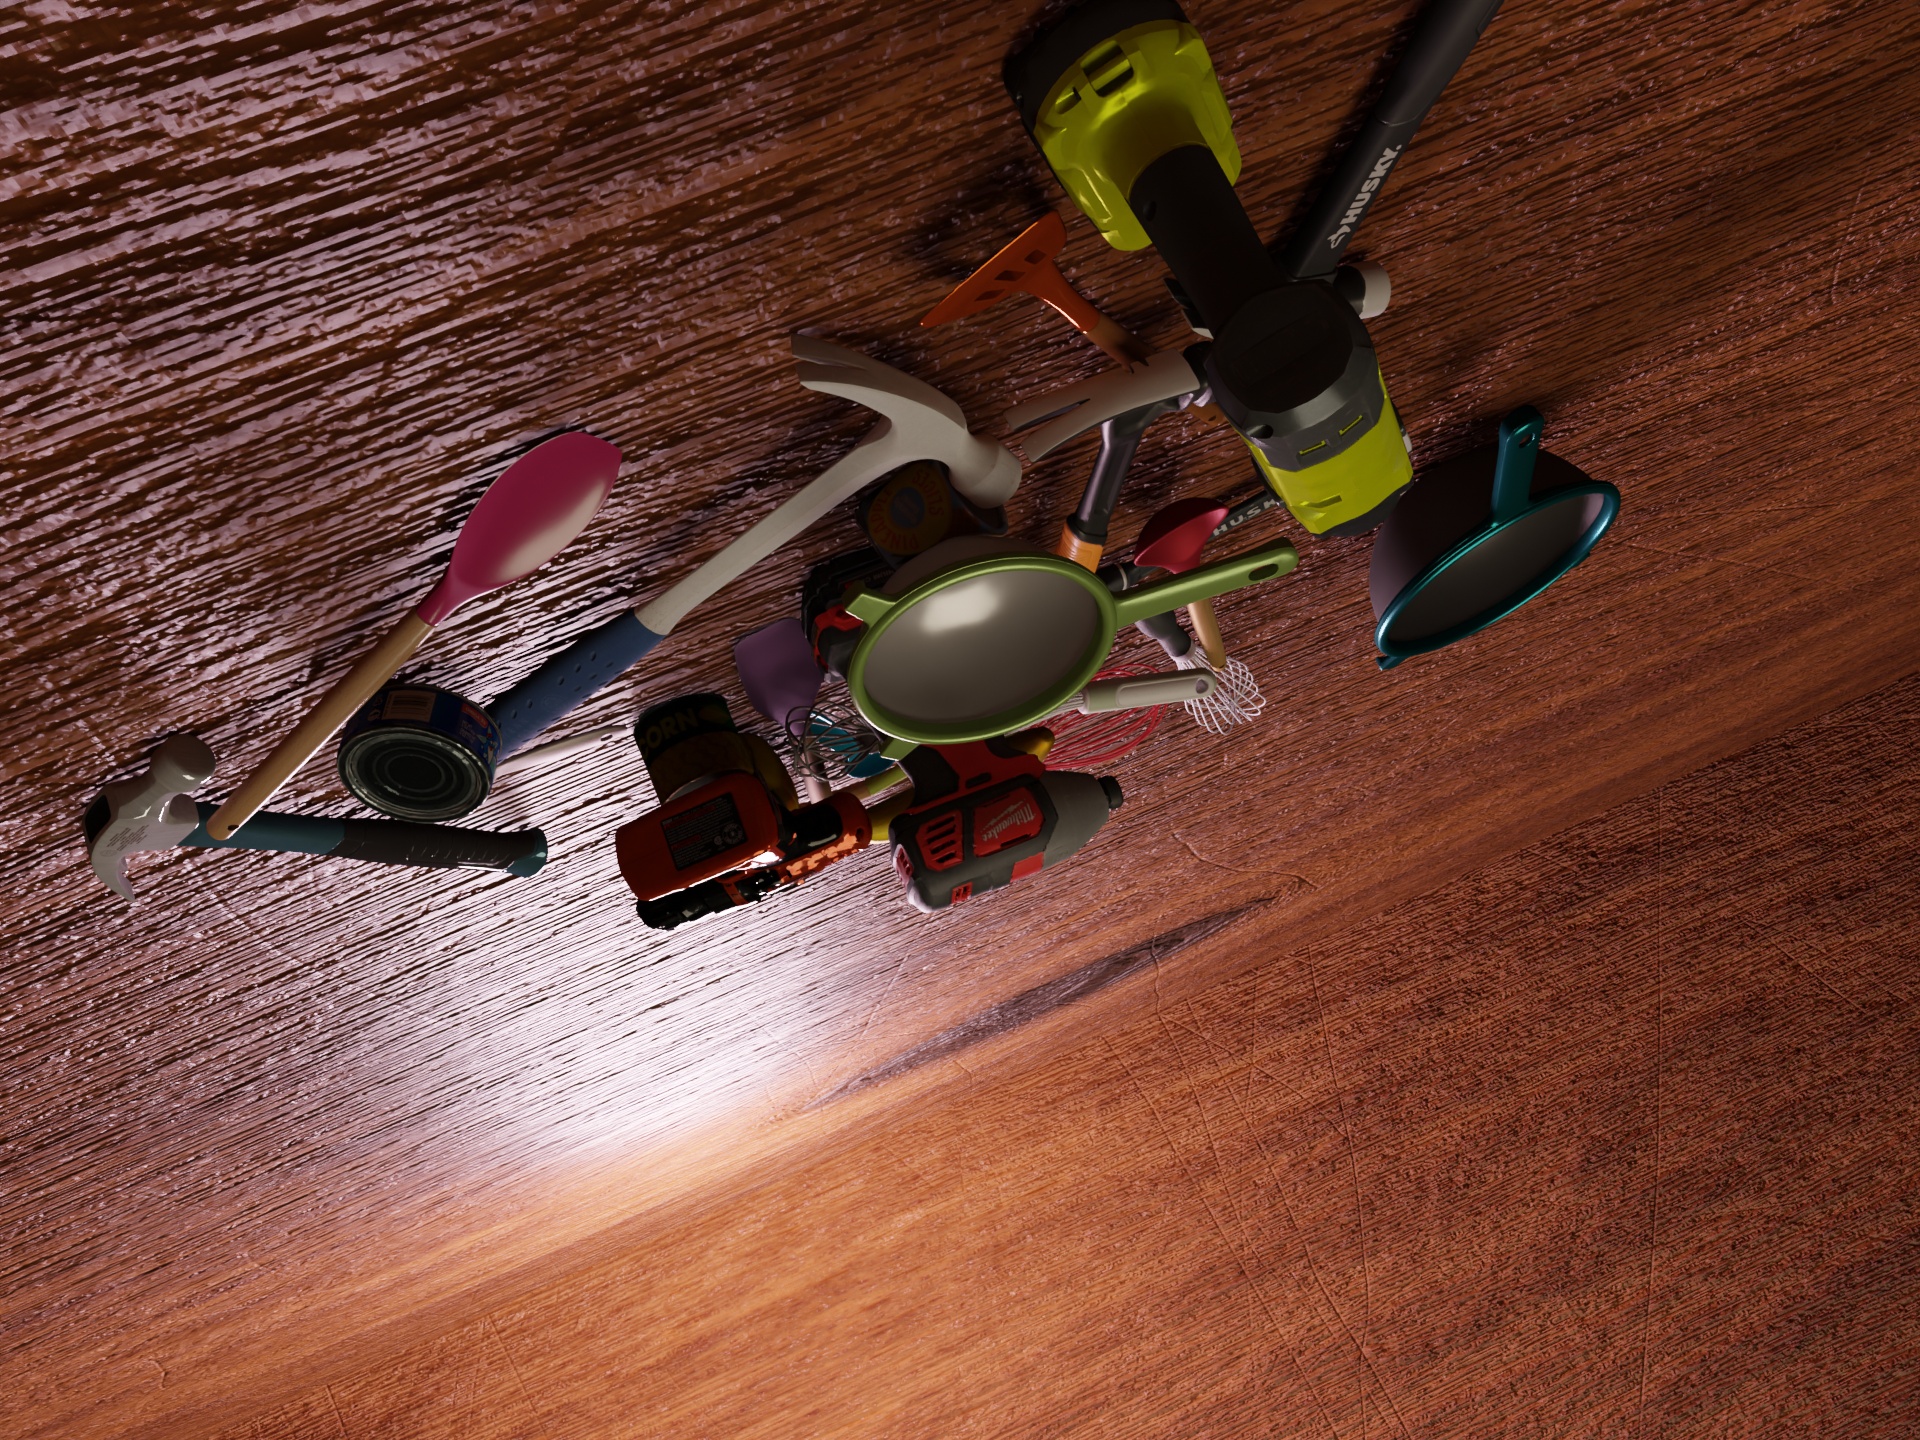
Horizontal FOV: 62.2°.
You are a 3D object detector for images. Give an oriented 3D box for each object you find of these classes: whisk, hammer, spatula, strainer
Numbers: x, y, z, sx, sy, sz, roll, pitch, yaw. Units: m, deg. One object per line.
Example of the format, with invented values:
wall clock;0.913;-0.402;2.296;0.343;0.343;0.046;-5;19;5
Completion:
whisk;0.087;-0.016;1.225;0.246;0.057;0.059;-8;-162;-19
whisk;-0.066;0.010;1.132;0.055;0.055;0.239;-32;172;17
hammer;0.127;-0.109;1.121;0.409;0.036;0.149;-28;158;9
whisk;0.189;-0.050;1.306;0.070;0.070;0.284;-30;153;13
hammer;-0.166;-0.064;0.871;0.405;0.035;0.144;-32;141;25
hammer;-0.380;0.072;0.988;0.128;0.033;0.330;-34;157;20
spatula;-0.109;0.020;1.139;0.060;0.018;0.315;-27;151;-11
whisk;0.048;0.034;1.340;0.296;0.073;0.073;-29;159;24
strainer;0.055;-0.073;0.874;0.256;0.069;0.151;-17;145;-5
spatula;0.081;-0.199;0.848;0.081;0.041;0.322;-35;158;22
strainer;0.382;-0.167;1.185;0.211;0.095;0.340;-29;157;2
hammer;0.213;-0.303;0.759;0.146;0.035;0.334;-16;157;-24
hammer;0.067;-0.102;0.983;0.127;0.034;0.336;-22;158;-17

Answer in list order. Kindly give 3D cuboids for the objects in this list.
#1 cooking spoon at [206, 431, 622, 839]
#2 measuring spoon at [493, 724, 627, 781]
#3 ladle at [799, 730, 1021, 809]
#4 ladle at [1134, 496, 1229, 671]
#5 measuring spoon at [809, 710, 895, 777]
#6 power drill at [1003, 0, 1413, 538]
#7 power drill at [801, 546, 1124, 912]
cooking spoon;-0.288;-0.038;0.811;0.319;0.017;0.068;-41;155;18
measuring spoon;-0.273;0.030;1.025;0.124;0.018;0.034;-20;158;-15
ladle;-0.096;0.074;1.277;0.320;0.062;0.078;-22;145;0
ladle;0.169;-0.088;1.130;0.069;0.031;0.315;-28;158;5
measuring spoon;-0.090;0.010;1.194;0.042;0.021;0.128;-29;149;13
power drill;0.112;-0.183;0.665;0.080;0.223;0.171;-30;158;14
power drill;-0.002;-0.003;0.966;0.143;0.220;0.078;-19;158;-14
